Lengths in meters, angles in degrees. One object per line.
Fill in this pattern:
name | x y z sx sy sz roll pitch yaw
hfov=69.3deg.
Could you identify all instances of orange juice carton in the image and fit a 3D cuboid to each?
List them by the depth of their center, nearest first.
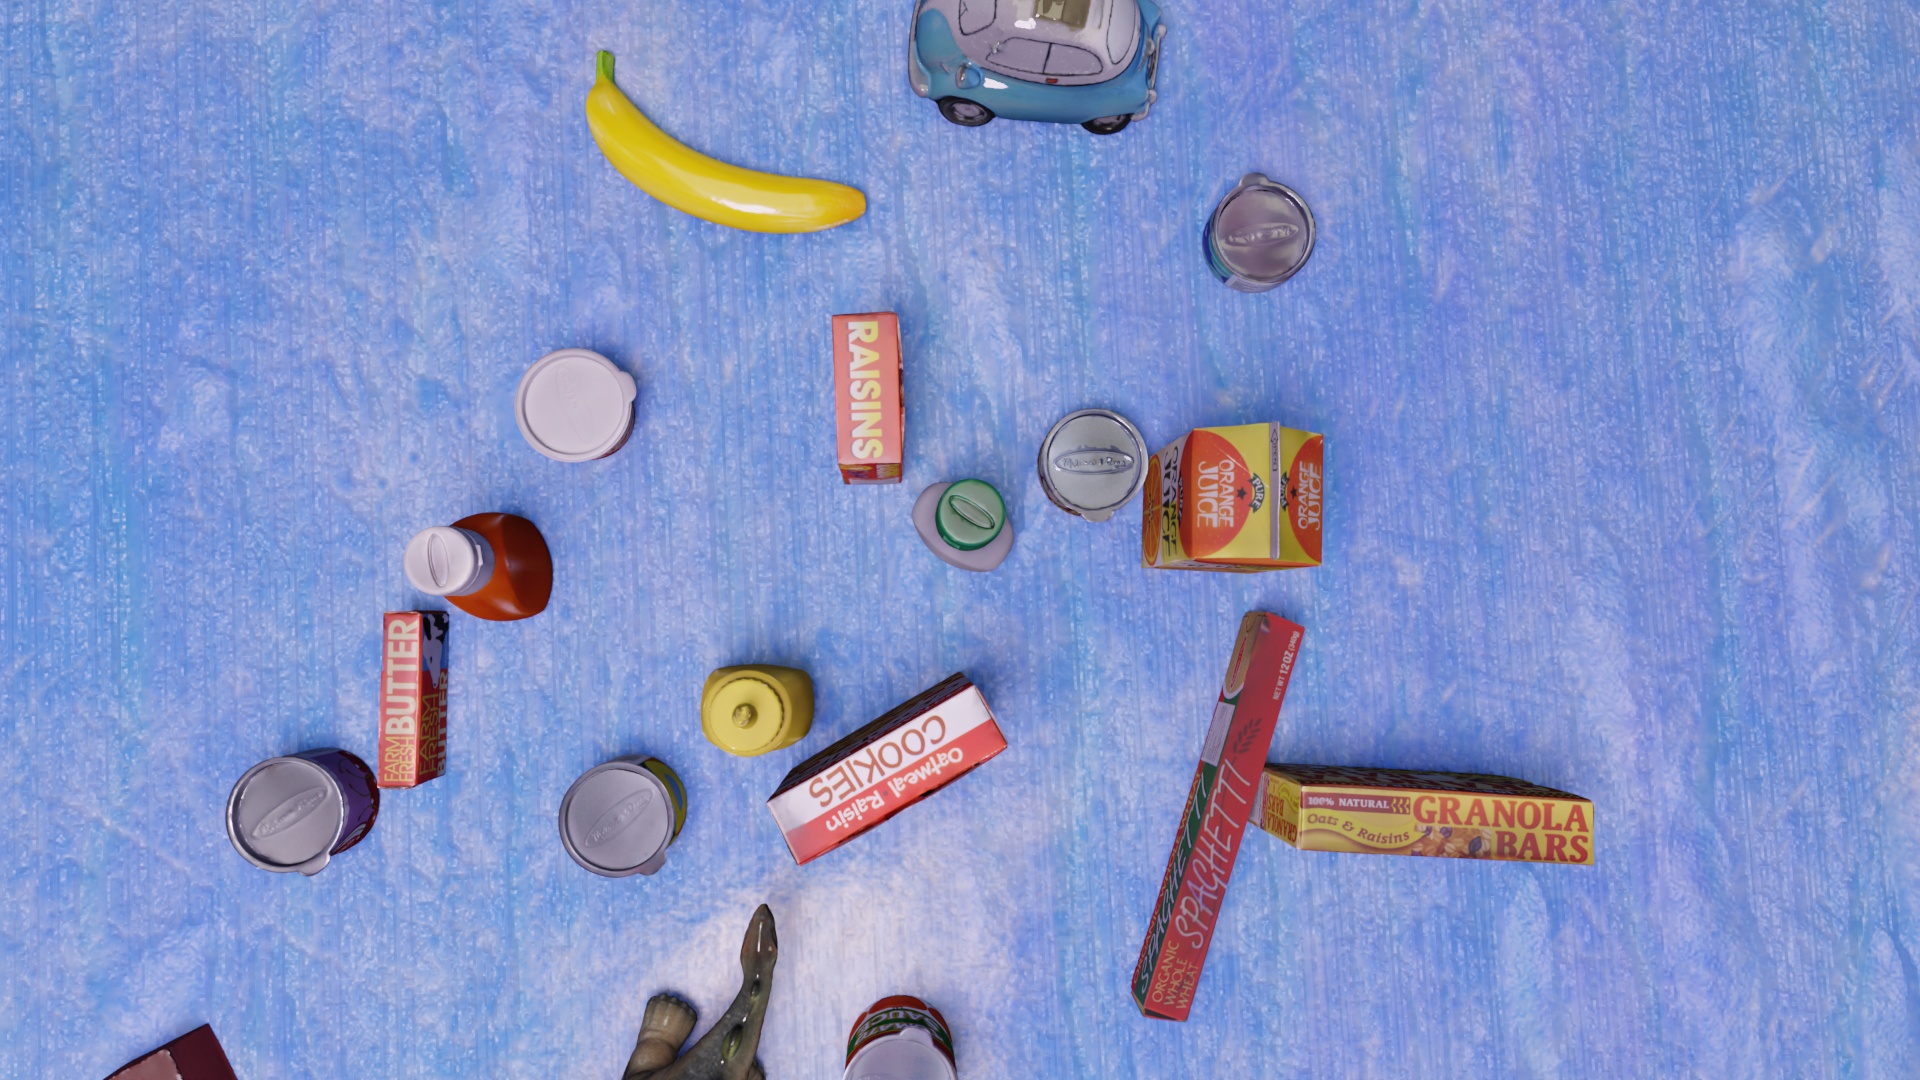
orange juice carton | 0.154 -0.020 0.787 0.073 0.192 0.072 2 87 -3

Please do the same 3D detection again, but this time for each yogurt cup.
yogurt cup | -0.229 -0.079 0.842 0.072 0.054 0.072 0 86 -3

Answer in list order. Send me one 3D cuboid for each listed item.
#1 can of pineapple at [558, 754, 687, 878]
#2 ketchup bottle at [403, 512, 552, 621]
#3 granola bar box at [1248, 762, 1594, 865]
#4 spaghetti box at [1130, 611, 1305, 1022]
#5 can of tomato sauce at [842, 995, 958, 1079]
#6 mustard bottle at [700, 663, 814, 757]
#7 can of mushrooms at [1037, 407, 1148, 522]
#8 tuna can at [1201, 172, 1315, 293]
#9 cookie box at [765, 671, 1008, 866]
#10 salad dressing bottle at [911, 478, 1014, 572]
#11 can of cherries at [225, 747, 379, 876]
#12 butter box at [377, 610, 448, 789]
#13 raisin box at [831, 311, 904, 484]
can of pineapple | -0.198 0.164 0.825 0.071 0.058 0.071 0 86 -3
ketchup bottle | -0.270 0.014 0.786 0.043 0.148 0.064 -10 87 -3
granola bar box | 0.262 0.157 0.815 0.166 0.124 0.039 4 87 -3
spaghetti box | 0.155 0.166 0.846 0.029 0.050 0.250 18 85 -2
can of tomato sauce | -0.035 0.307 0.811 0.071 0.083 0.071 0 87 -3
mustard bottle | -0.118 0.095 0.782 0.065 0.160 0.049 1 87 -3
can of mushrooms | 0.081 -0.045 0.865 0.071 0.033 0.071 0 86 -3
tuna can | 0.188 -0.194 0.881 0.071 0.033 0.071 0 86 -3
cookie box | -0.040 0.123 0.781 0.123 0.167 0.040 -30 89 -4
salad dressing bottle | 0.003 -0.010 0.802 0.064 0.147 0.044 34 86 0
can of cherries | -0.384 0.159 0.816 0.071 0.058 0.071 0 86 -3
butter box | -0.325 0.093 0.826 0.024 0.053 0.103 1 86 -3
raisin box | -0.053 -0.079 0.816 0.040 0.123 0.086 -2 87 -3
